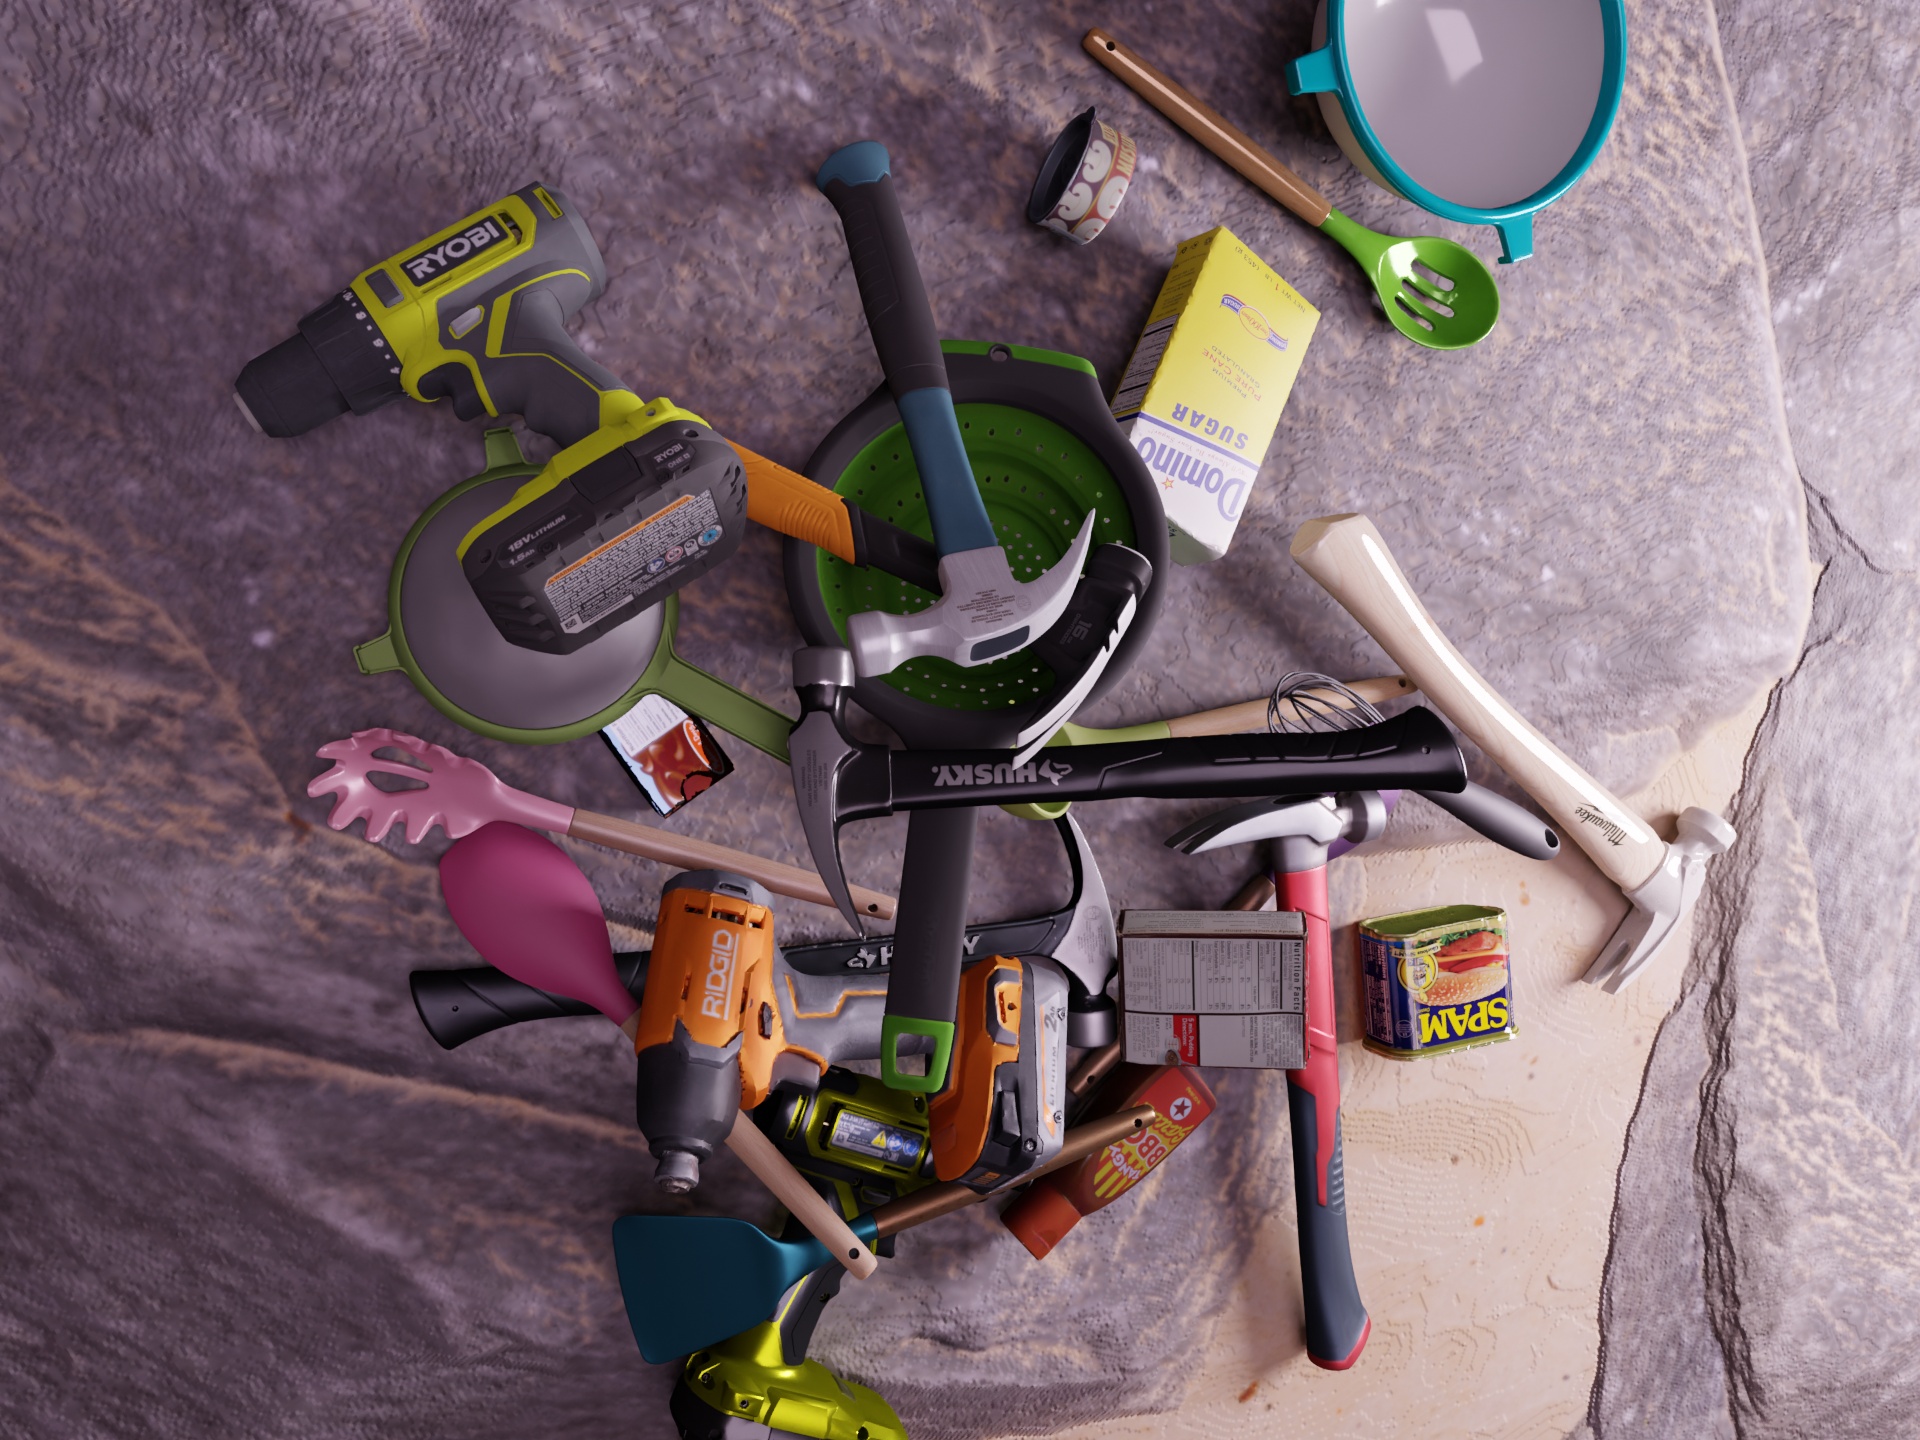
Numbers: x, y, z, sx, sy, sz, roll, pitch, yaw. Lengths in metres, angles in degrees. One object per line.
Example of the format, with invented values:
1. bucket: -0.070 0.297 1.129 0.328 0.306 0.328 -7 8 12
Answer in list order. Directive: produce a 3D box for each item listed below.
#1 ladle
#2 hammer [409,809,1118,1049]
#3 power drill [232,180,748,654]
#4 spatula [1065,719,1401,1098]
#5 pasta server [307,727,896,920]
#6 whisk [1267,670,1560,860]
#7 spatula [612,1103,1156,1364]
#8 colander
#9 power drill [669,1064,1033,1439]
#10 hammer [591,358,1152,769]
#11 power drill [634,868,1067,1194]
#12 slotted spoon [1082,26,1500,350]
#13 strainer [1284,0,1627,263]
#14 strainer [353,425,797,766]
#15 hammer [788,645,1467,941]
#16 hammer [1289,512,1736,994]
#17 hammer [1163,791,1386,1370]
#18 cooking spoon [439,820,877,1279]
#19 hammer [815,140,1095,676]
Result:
1. ladle: 0.154 0.000 0.975 0.320 0.062 0.078 -11 79 -20
2. hammer: -0.100 0.136 0.913 0.408 0.036 0.149 -4 96 -18
3. power drill: -0.227 -0.145 0.770 0.190 0.080 0.229 -34 66 -13
4. spatula: 0.180 0.123 1.016 0.316 0.018 0.059 -44 110 -11
5. pasta server: -0.184 0.065 0.858 0.316 0.040 0.060 17 104 -13
6. whisk: 0.285 0.035 0.987 0.238 0.055 0.055 27 87 -20
7. spatula: -0.030 0.269 0.889 0.317 0.044 0.082 -14 92 -24
8. colander: -0.001 -0.003 0.865 0.204 0.094 0.397 7 80 2
9. power drill: -0.062 0.323 0.925 0.171 0.080 0.223 22 85 -19
10. hammer: -0.079 -0.099 0.805 0.337 0.034 0.127 26 61 12
11. power drill: -0.060 0.182 0.840 0.226 0.084 0.164 17 54 -18
12. slotted spoon: 0.204 -0.326 0.974 0.313 0.031 0.070 30 85 -17
13. strainer: 0.316 -0.457 0.963 0.210 0.095 0.340 29 84 -22
14. strainer: -0.174 -0.039 0.820 0.256 0.069 0.151 29 80 -5
15. hammer: 0.083 0.030 0.793 0.335 0.035 0.146 -2 79 0
16. hammer: 0.351 0.017 1.040 0.410 0.038 0.146 40 84 -22
17. hammer: 0.212 0.239 1.016 0.143 0.038 0.386 -10 102 -21
18. cooking spoon: -0.158 0.176 0.848 0.319 0.017 0.069 46 70 4
19. hammer: -0.023 -0.173 0.810 0.128 0.033 0.331 -10 61 -9
